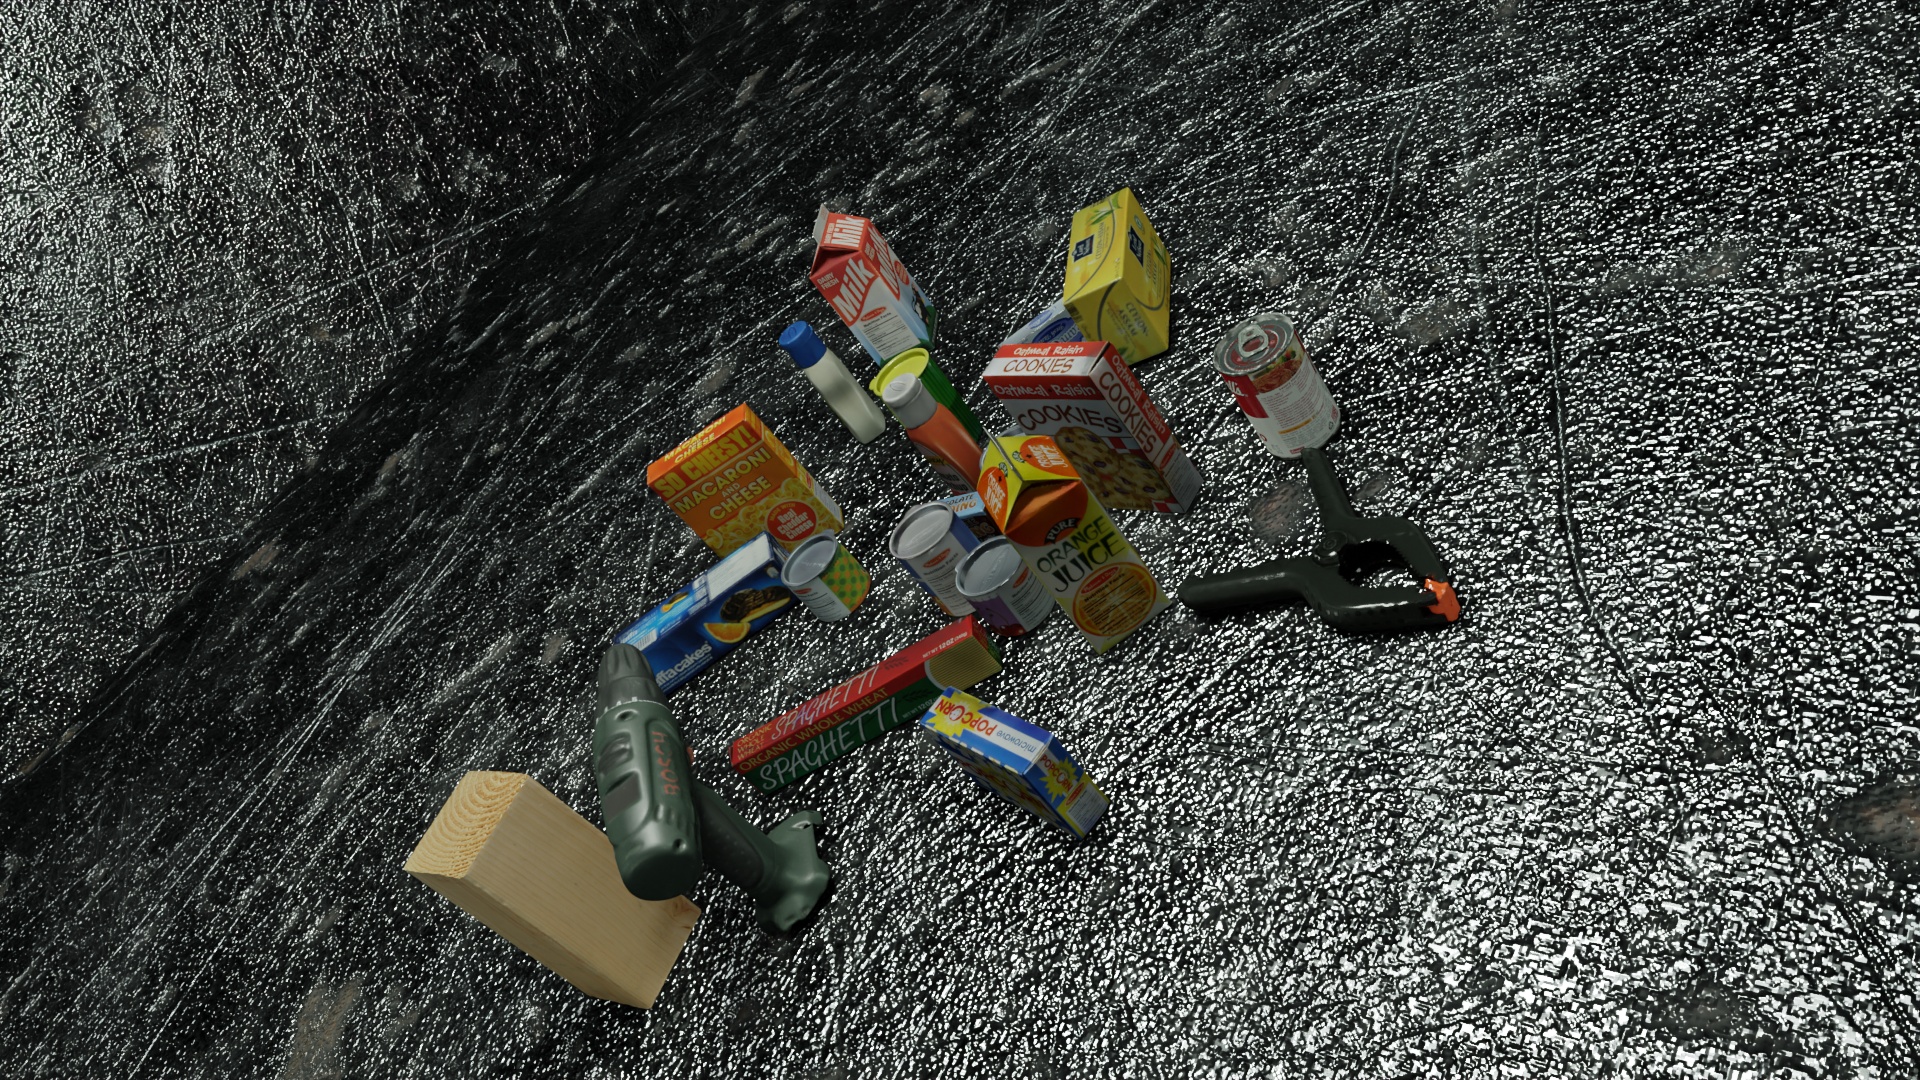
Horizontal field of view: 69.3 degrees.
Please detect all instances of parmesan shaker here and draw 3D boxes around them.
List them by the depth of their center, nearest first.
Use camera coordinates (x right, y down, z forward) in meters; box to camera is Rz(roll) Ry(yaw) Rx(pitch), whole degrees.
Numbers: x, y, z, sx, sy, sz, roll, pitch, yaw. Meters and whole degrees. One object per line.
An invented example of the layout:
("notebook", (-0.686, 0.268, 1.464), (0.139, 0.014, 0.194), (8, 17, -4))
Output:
("parmesan shaker", (-0.034, -0.134, 1.400), (0.071, 0.102, 0.072), (-26, 36, 20))

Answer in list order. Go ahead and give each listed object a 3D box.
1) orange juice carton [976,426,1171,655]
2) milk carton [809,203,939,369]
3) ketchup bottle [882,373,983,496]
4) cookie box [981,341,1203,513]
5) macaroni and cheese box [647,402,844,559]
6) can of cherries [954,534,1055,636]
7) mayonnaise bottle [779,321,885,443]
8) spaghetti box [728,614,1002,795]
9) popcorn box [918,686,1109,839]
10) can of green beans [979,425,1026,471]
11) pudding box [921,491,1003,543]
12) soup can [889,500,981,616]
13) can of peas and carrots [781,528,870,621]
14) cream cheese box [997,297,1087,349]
("orange juice carton", (0.078, -0.008, 1.064), (0.073, 0.192, 0.072), (-36, 34, 6))
("milk carton", (-0.107, -0.291, 1.575), (0.073, 0.190, 0.073), (-23, 37, 24))
("ketchup bottle", (-0.016, -0.093, 1.294), (0.043, 0.148, 0.065), (-50, 35, -15))
("cookie box", (0.111, -0.094, 1.157), (0.123, 0.167, 0.040), (6, 55, 48))
("macaroni and cheese box", (-0.218, -0.044, 1.415), (0.123, 0.166, 0.040), (-32, 34, 12))
("can of cherries", (0.037, 0.038, 1.171), (0.071, 0.058, 0.072), (-25, 36, 20))
("mayonnaise bottle", (-0.139, -0.173, 1.506), (0.041, 0.147, 0.065), (-36, 34, 6))
("spaghetti box", (-0.082, 0.142, 1.173), (0.249, 0.050, 0.029), (-30, 35, 15))
("popcorn box", (0.038, 0.160, 1.005), (0.038, 0.085, 0.127), (-51, 35, -16))
("can of green beans", (0.060, -0.064, 1.269), (0.071, 0.057, 0.071), (-25, 36, 20))
("pudding box", (0.005, -0.016, 1.274), (0.083, 0.049, 0.030), (-11, 43, 36))
("soup can", (-0.013, 0.015, 1.224), (0.071, 0.083, 0.072), (-26, 36, 20))
("can of peas and carrots", (-0.128, 0.034, 1.335), (0.071, 0.058, 0.071), (-25, 36, 20))
("cream cheese box", (0.095, -0.205, 1.404), (0.104, 0.053, 0.024), (-37, 34, 5))
